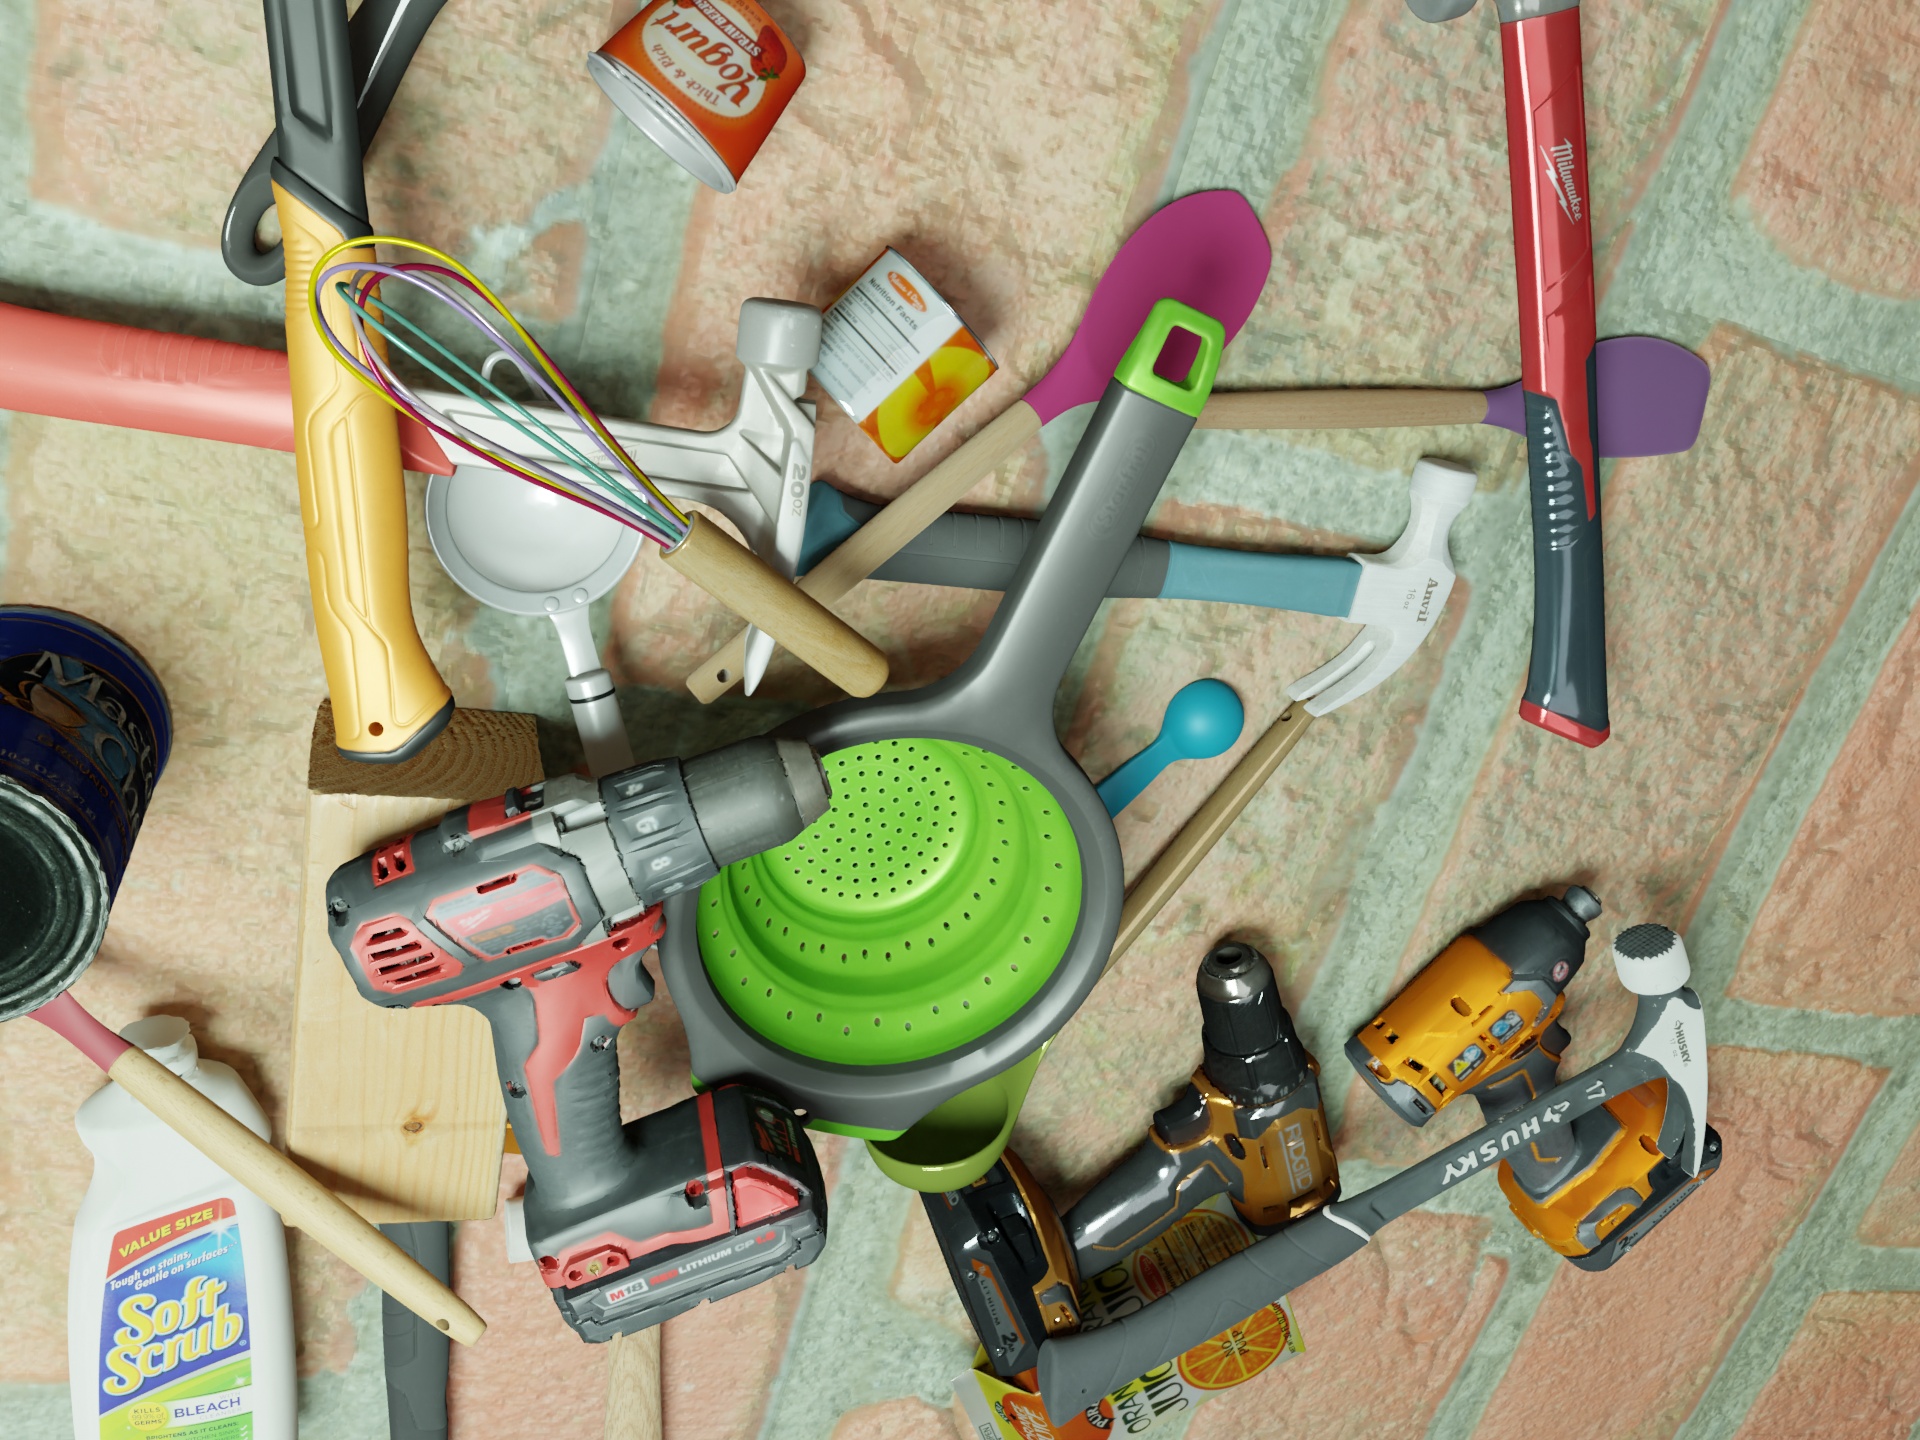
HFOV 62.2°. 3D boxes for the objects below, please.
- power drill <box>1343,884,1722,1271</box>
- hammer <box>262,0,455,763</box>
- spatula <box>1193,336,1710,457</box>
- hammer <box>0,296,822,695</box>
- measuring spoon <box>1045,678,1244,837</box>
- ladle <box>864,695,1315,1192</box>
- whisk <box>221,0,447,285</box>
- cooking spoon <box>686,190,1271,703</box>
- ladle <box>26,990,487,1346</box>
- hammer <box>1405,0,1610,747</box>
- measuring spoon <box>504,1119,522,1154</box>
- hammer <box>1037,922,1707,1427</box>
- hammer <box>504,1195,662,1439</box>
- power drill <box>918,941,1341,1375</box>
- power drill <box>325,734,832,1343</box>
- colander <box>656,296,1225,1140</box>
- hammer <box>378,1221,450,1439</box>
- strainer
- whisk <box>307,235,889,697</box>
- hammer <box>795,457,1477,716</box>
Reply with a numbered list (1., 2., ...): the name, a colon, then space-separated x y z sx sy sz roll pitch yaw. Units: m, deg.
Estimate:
1. power drill: 0.345 0.203 0.922 0.164 0.084 0.226 -44 116 4
2. hammer: -0.218 -0.146 0.529 0.127 0.034 0.336 -3 109 -8
3. spatula: 0.223 -0.150 0.749 0.316 0.018 0.059 -5 113 -17
4. hammer: -0.234 -0.105 0.578 0.359 0.037 0.149 7 107 -10
5. measuring spoon: 0.091 0.031 0.789 0.128 0.021 0.042 -41 119 3
6. ladle: 0.068 0.108 0.803 0.320 0.078 0.062 -51 127 2
7. whisk: -0.174 -0.272 0.544 0.073 0.073 0.296 31 108 -27
8. cooking spoon: 0.010 -0.114 0.671 0.319 0.017 0.068 -41 119 -9
9. ladle: -0.319 0.153 0.643 0.315 0.031 0.069 38 113 0
10. hammer: 0.289 -0.169 0.733 0.143 0.038 0.386 -18 114 -12
11. measuring spoon: -0.224 0.206 0.778 0.116 0.011 0.021 19 107 -25
12. hammer: 0.223 0.260 0.843 0.409 0.036 0.149 -26 112 -7
13. hammer: -0.175 0.380 0.863 0.130 0.031 0.331 -4 117 -20
14. power drill: 0.092 0.231 0.855 0.226 0.084 0.185 -23 119 -11
15. power drill: -0.119 0.119 0.631 0.188 0.080 0.226 -20 116 -6
16. colander: -0.001 -0.002 0.696 0.204 0.095 0.397 19 110 -21
17. hammer: -0.272 0.346 0.813 0.146 0.035 0.334 0 115 -17
18. strainer: -0.156 -0.022 0.654 0.087 0.050 0.258 -17 107 -17
19. whisk: -0.112 -0.079 0.549 0.244 0.051 0.047 37 85 -33
20. hammer: 0.079 -0.072 0.732 0.331 0.033 0.128 3 112 -19
